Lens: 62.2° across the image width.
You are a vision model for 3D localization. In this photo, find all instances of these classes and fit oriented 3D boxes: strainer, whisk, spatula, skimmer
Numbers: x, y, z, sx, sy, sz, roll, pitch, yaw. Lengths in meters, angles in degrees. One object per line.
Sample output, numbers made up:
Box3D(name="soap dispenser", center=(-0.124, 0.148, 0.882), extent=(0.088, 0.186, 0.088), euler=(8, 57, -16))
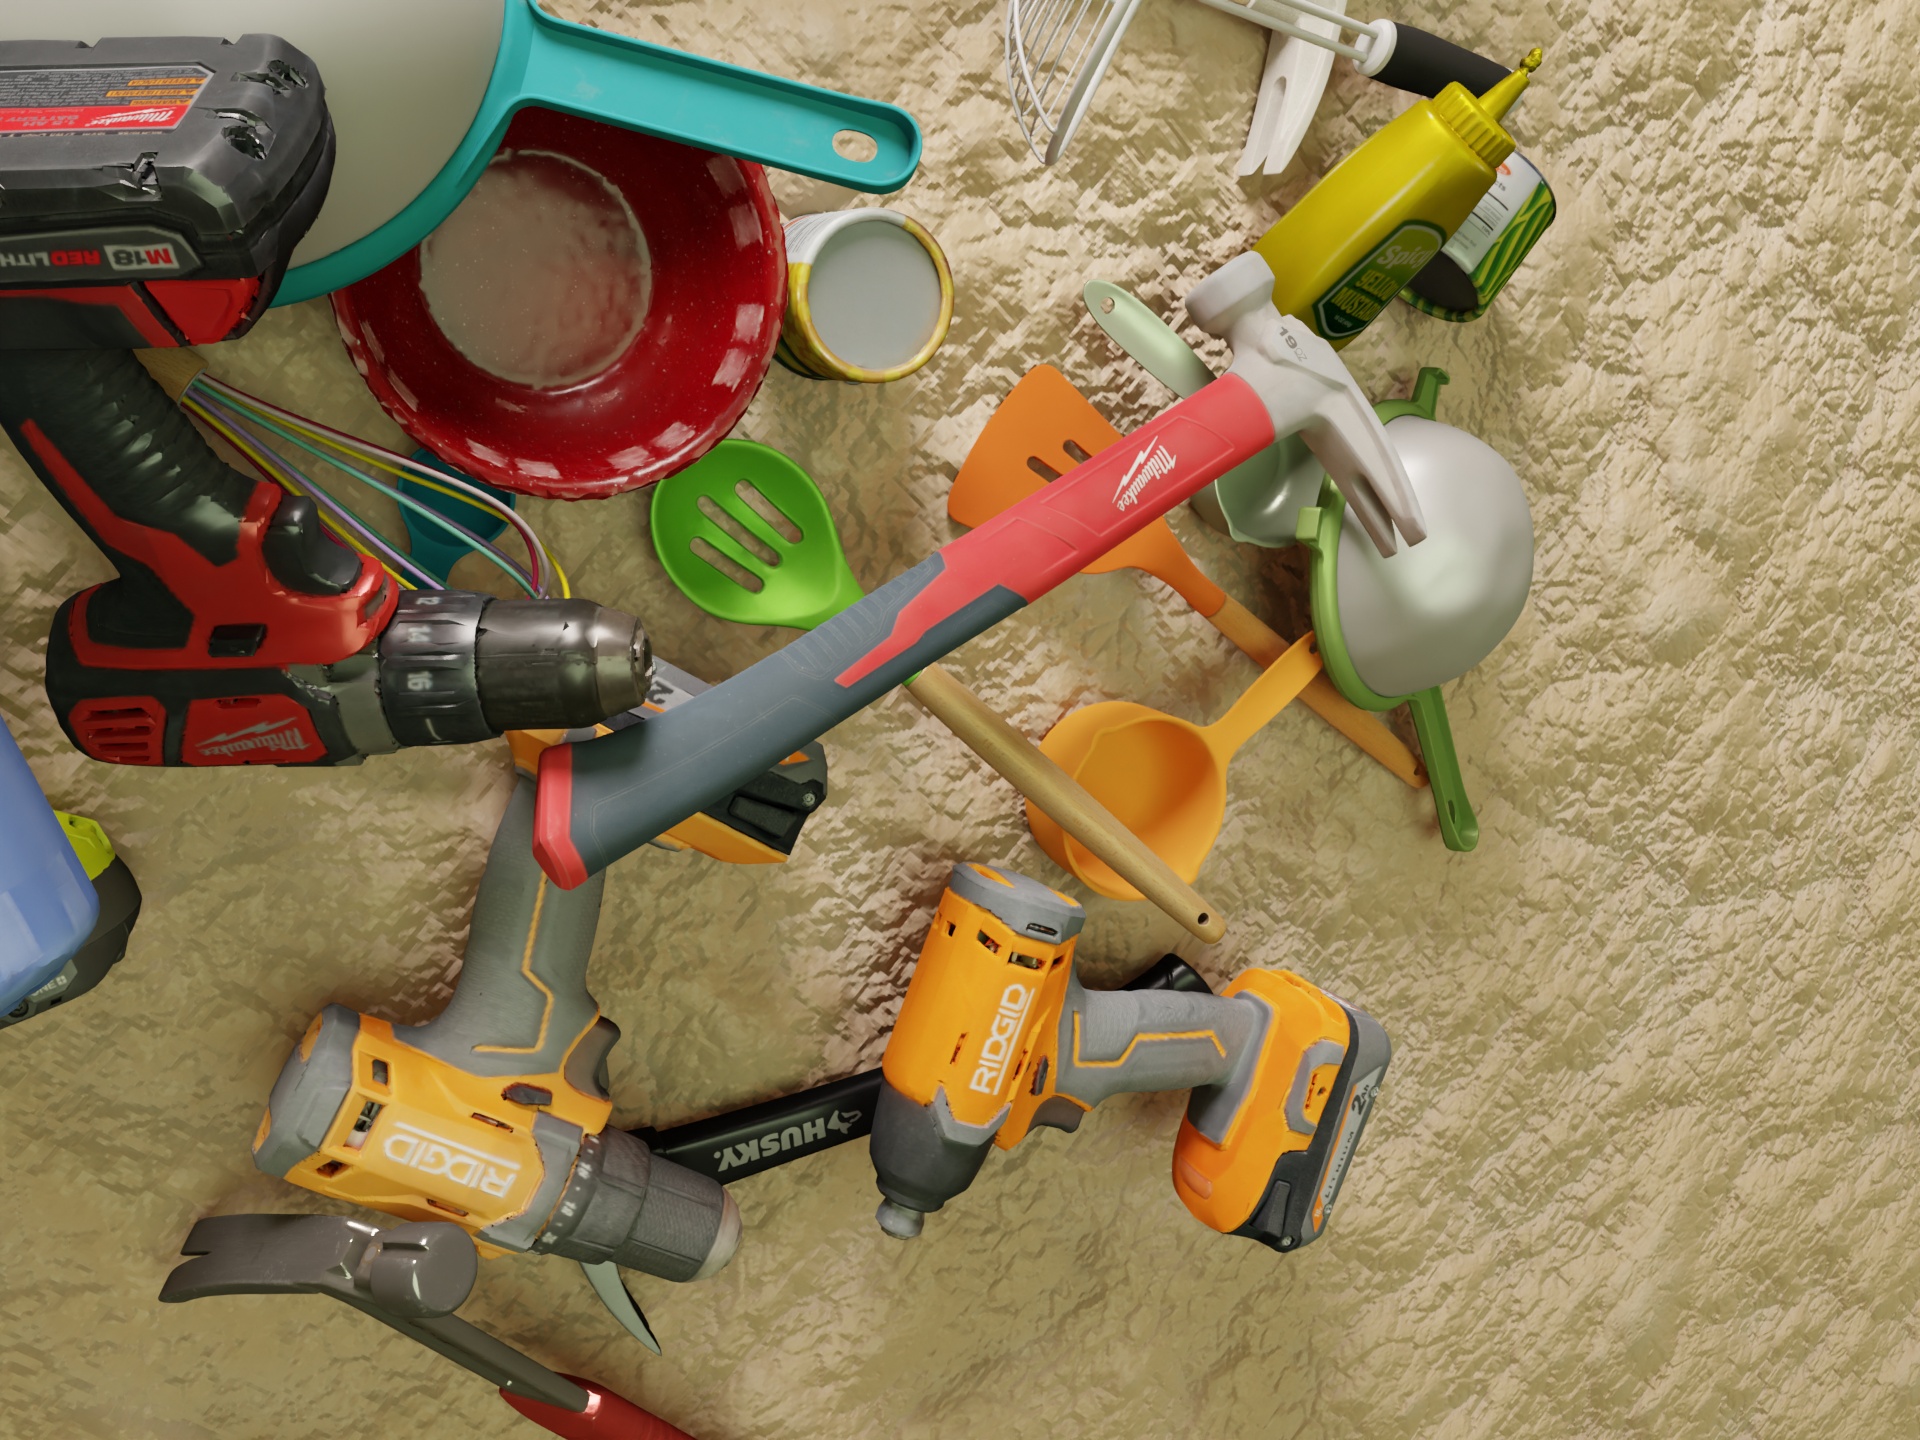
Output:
Box3D(name="strainer", center=(0.246, -0.034, 0.777), extent=(0.151, 0.069, 0.256), euler=(-46, 127, -35))
Box3D(name="strainer", center=(-0.173, -0.218, 0.466), extent=(0.340, 0.095, 0.211), euler=(12, 91, -9))
Box3D(name="whisk", center=(-0.241, -0.102, 0.543), extent=(0.244, 0.051, 0.047), euler=(34, 74, -19))
Box3D(name="spatula", center=(0.131, -0.047, 0.766), extent=(0.322, 0.041, 0.081), euler=(34, 87, -33))
Box3D(name="skimmer", center=(0.150, -0.263, 0.628), extent=(0.363, 0.090, 0.127), euler=(-8, 139, -44))

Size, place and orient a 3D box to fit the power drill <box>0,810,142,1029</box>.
Box3D(name="power drill", center=(-0.374, 0.000, 0.493), extent=(0.171, 0.080, 0.223), euler=(-23, 108, -21))

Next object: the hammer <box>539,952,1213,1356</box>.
Box3D(name="hammer", center=(-0.023, 0.176, 0.736), extent=(0.334, 0.035, 0.146), euler=(-12, 107, -24))

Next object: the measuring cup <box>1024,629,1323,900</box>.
Box3D(name="measuring cup", center=(0.104, 0.008, 0.749), extent=(0.173, 0.052, 0.095), euler=(-41, 117, -14))

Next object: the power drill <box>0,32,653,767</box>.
Box3D(name="power drill", center=(-0.198, -0.072, 0.466), extent=(0.188, 0.080, 0.226), euler=(-1, 136, -1))

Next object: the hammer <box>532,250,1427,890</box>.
Box3D(name="hammer", center=(0.015, -0.041, 0.607), extent=(0.386, 0.038, 0.143), euler=(-34, 91, -23))

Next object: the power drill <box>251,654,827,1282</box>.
Box3D(name="power drill", center=(-0.133, 0.098, 0.612), extent=(0.185, 0.084, 0.226), euler=(29, 81, -22))

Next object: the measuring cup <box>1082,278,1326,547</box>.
Box3D(name="measuring cup", center=(0.107, -0.144, 0.721), extent=(0.167, 0.038, 0.083), euler=(35, 86, -27))

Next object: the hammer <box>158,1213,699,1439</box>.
Box3D(name="hammer", center=(-0.156, 0.299, 0.675), extent=(0.358, 0.149, 0.037), euler=(51, 40, -37))

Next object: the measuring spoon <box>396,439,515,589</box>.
Box3D(name="measuring spoon", center=(-0.206, -0.047, 0.601), extent=(0.042, 0.021, 0.128), euler=(21, 102, -22))

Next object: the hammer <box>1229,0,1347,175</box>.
Box3D(name="hammer", center=(-0.016, -0.334, 0.610), extent=(0.410, 0.038, 0.146), euler=(7, 101, -28))

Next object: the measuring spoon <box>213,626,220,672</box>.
Box3D(name="measuring spoon", center=(-0.240, -0.016, 0.585), extent=(0.124, 0.018, 0.034), euler=(16, 104, -28))

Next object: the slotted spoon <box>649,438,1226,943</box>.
Box3D(name="slotted spoon", center=(-0.001, -0.002, 0.669), extent=(0.313, 0.031, 0.070), euler=(40, 84, -15))

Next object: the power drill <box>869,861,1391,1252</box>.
Box3D(name="power drill", center=(0.069, 0.170, 0.719), extent=(0.226, 0.084, 0.164), euler=(20, 92, -25))
